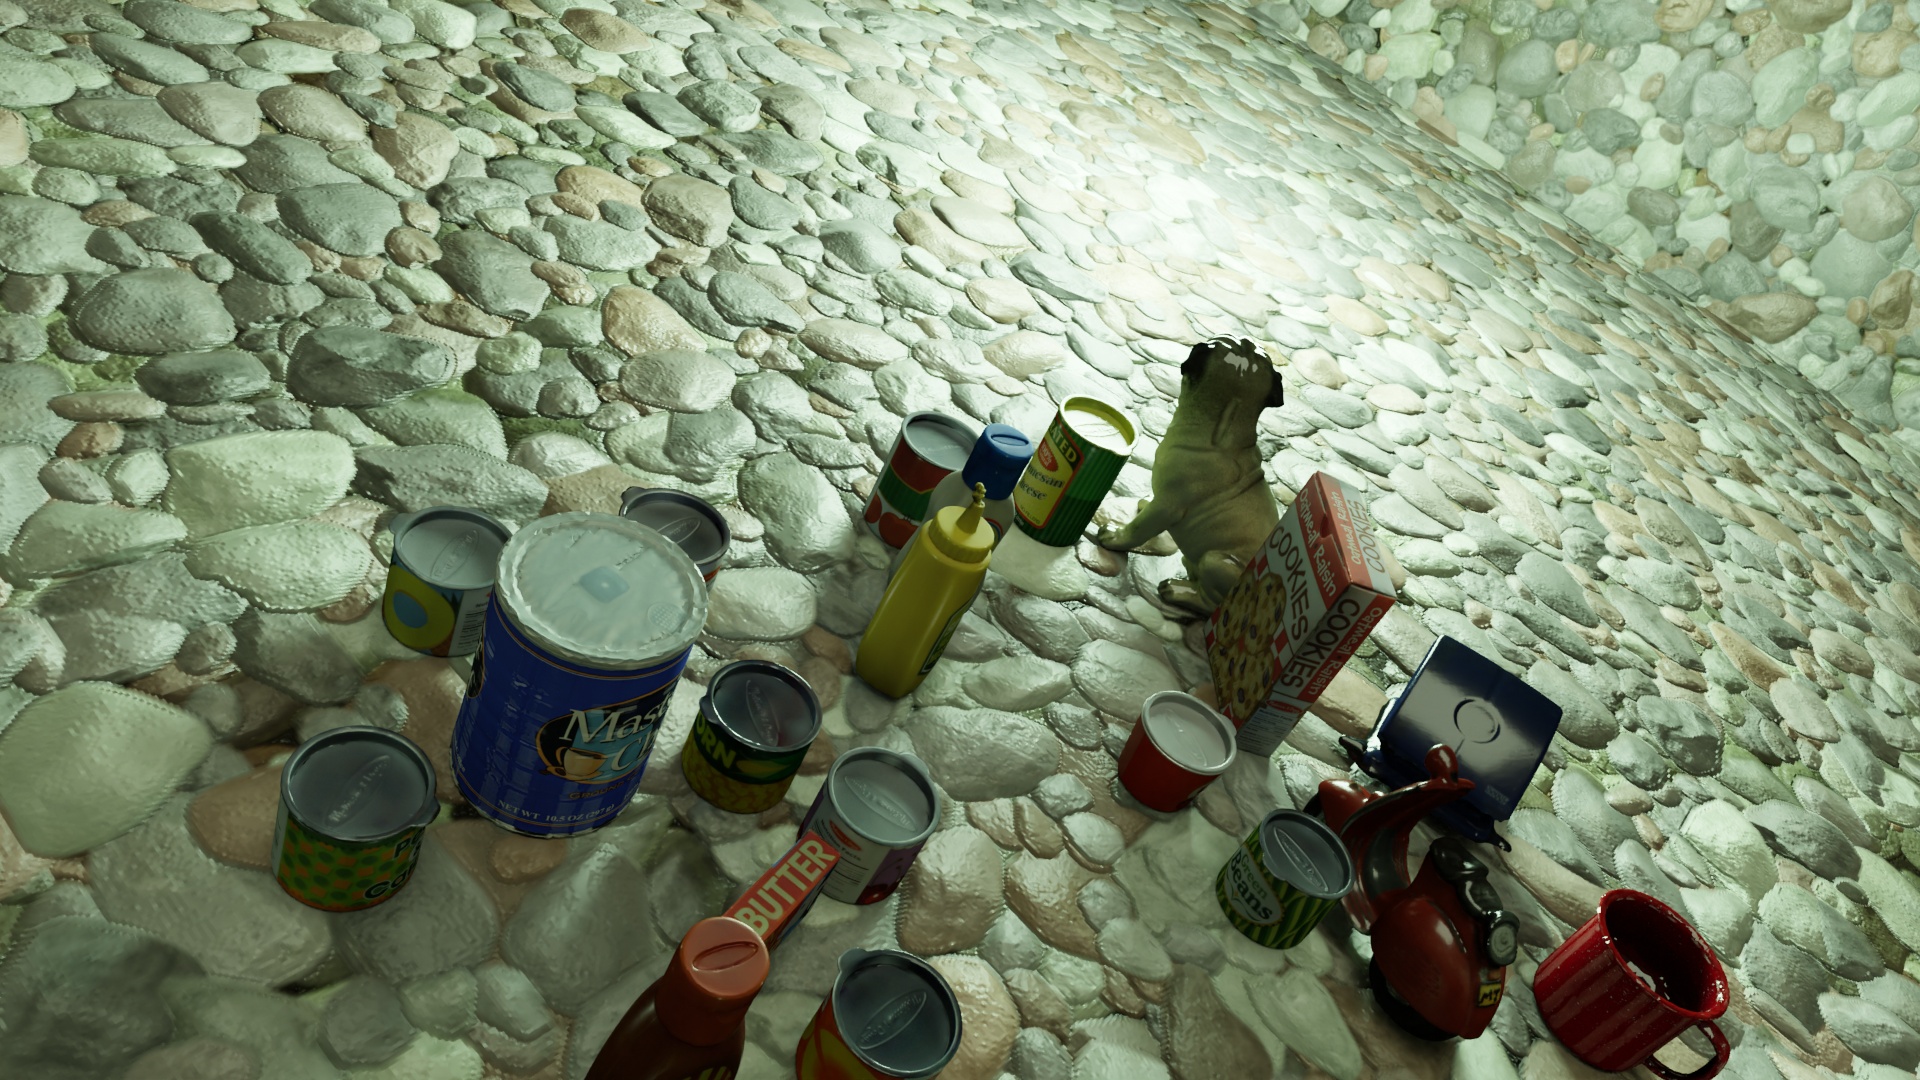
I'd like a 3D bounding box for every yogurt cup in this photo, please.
[{"bbox_3d":[0.139,0.141,0.914,0.072,0.053,0.073,18,37,-14],"label":"yogurt cup"}]

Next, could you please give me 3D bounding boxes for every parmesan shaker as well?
[{"bbox_3d":[0.087,-0.051,1.074,0.071,0.102,0.072,18,37,-14],"label":"parmesan shaker"}]

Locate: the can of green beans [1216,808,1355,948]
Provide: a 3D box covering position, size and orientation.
[{"bbox_3d":[0.201,0.211,0.865,0.071,0.057,0.071,18,37,-14],"label":"can of green beans"}]

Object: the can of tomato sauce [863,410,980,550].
[{"bbox_3d":[-0.025,-0.040,1.007,0.071,0.082,0.071,18,37,-14],"label":"can of tomato sauce"}]

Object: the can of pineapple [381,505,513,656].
[{"bbox_3d":[-0.289,0.022,0.783,0.071,0.057,0.071,18,37,-14],"label":"can of pineapple"}]

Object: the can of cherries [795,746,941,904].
[{"bbox_3d":[-0.050,0.157,0.770,0.071,0.058,0.072,18,37,-14],"label":"can of cherries"}]

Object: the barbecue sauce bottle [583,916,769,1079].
[{"bbox_3d":[-0.119,0.213,0.581,0.065,0.147,0.044,-5,47,-37],"label":"barbecue sauce bottle"}]

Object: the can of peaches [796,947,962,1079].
[{"bbox_3d":[-0.042,0.241,0.673,0.071,0.057,0.071,18,37,-14],"label":"can of peaches"}]

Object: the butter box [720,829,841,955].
[{"bbox_3d":[-0.103,0.194,0.695,0.024,0.052,0.104,36,37,11],"label":"butter box"}]

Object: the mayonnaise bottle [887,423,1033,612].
[{"bbox_3d":[0.003,-0.012,0.935,0.065,0.147,0.041,5,41,-28],"label":"mayonnaise bottle"}]

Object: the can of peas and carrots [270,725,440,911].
[{"bbox_3d":[-0.283,0.131,0.652,0.071,0.058,0.071,18,37,-14],"label":"can of peas and carrots"}]

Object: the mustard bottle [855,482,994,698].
[{"bbox_3d":[-0.016,0.028,0.864,0.049,0.159,0.065,33,36,7],"label":"mustard bottle"}]

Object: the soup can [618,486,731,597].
[{"bbox_3d":[-0.183,0.019,0.832,0.071,0.083,0.072,18,37,-14],"label":"soup can"}]

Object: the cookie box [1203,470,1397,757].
[{"bbox_3d":[0.236,0.052,0.989,0.040,0.166,0.123,18,37,-14],"label":"cookie box"}]

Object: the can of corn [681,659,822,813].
[{"bbox_3d":[-0.120,0.111,0.782,0.071,0.058,0.071,18,37,-14],"label":"can of corn"}]
